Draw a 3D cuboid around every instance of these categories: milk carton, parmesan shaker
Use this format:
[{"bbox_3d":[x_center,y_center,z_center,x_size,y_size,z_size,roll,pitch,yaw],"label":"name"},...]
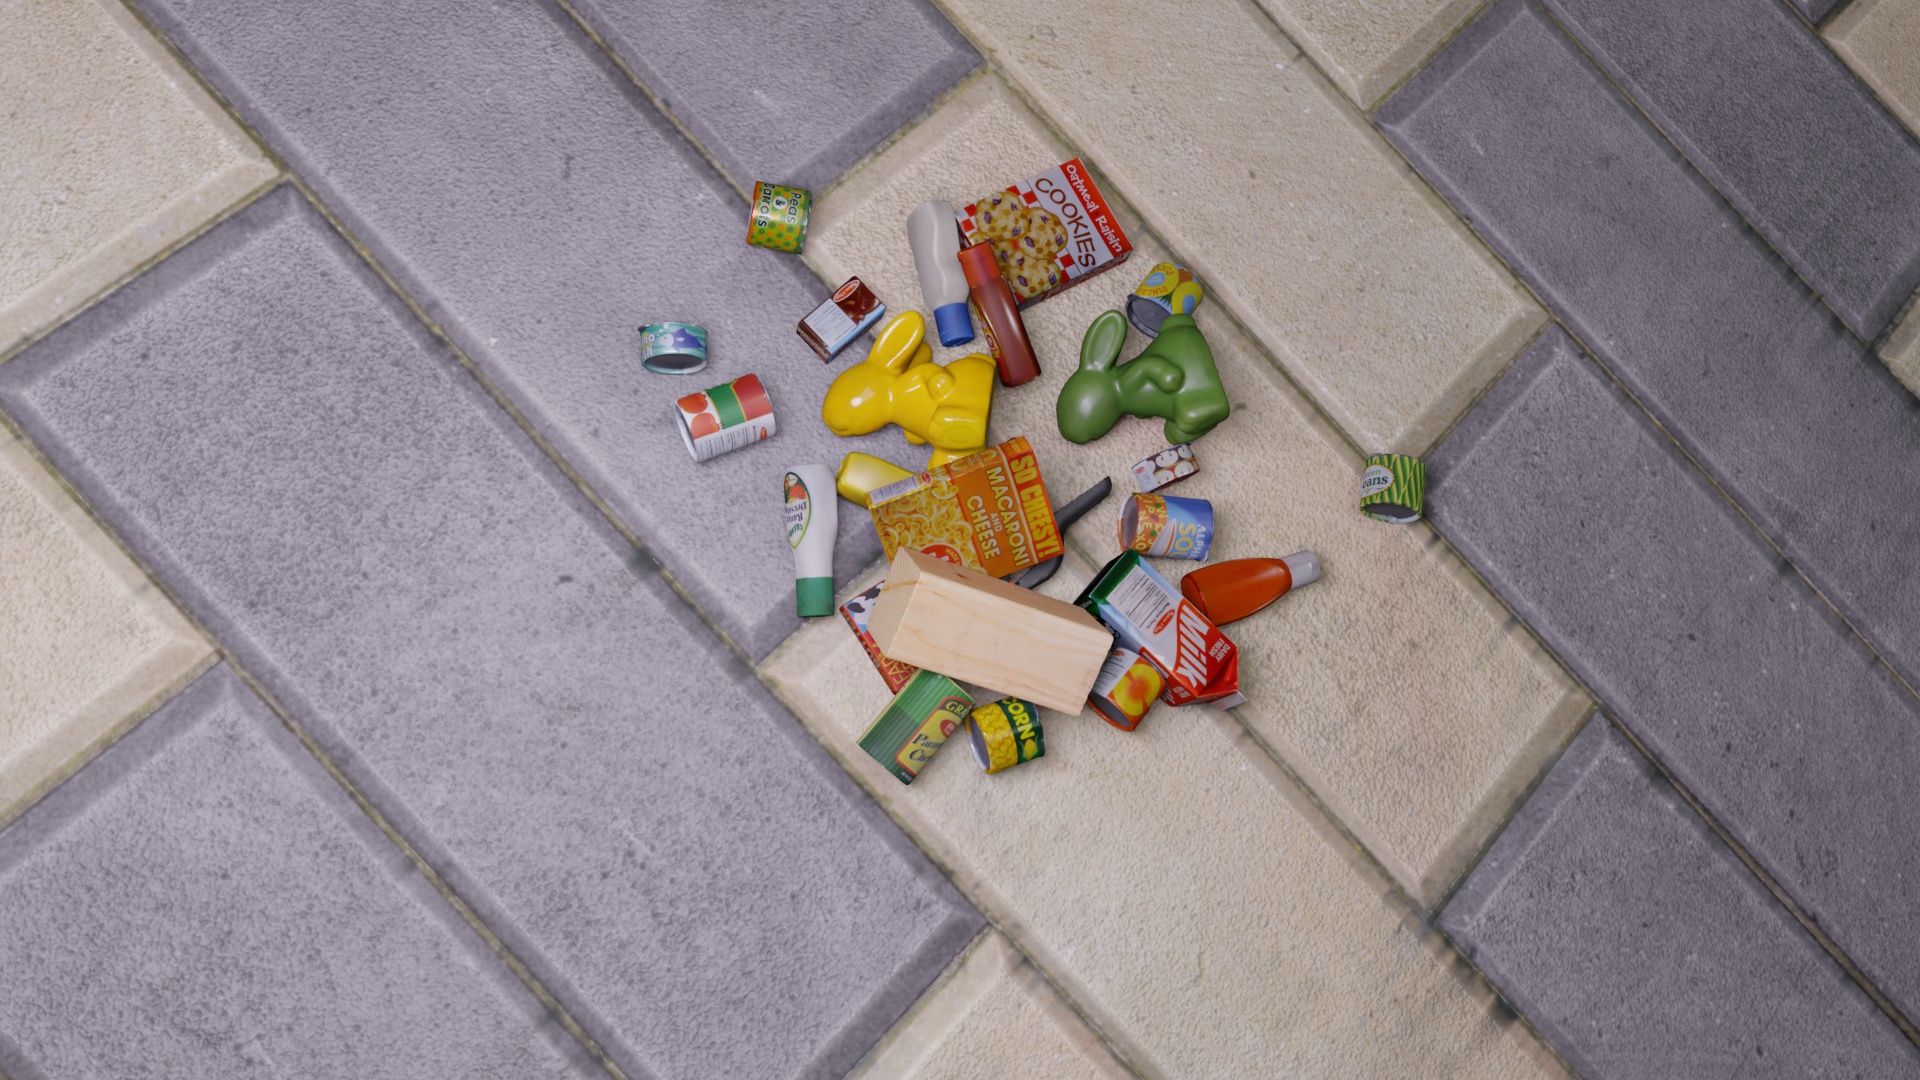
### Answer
[{"bbox_3d":[0.209,0.104,1.417,0.190,0.072,0.074,43,69,0],"label":"milk carton"},{"bbox_3d":[-0.041,0.176,1.329,0.071,0.071,0.103,40,82,-2],"label":"parmesan shaker"}]

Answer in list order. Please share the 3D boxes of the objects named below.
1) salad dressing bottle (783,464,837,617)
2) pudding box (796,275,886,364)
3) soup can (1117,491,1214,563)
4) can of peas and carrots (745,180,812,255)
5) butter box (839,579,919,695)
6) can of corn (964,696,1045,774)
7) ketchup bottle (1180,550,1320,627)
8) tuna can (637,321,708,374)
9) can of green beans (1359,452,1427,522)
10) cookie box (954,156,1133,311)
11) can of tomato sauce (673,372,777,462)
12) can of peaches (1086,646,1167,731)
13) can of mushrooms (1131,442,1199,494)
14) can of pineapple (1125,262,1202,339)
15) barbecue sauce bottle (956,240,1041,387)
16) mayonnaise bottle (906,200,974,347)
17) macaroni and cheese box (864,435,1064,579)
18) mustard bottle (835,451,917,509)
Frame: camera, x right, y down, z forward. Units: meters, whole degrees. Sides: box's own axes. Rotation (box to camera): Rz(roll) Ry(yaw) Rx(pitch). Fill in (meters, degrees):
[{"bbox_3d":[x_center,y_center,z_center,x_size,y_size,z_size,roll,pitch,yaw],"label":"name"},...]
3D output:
[{"bbox_3d":[-0.145,0.001,1.360,0.044,0.064,0.147,0,83,-37],"label":"salad dressing bottle"},{"bbox_3d":[-0.123,-0.229,1.439,0.049,0.030,0.084,45,70,1],"label":"pudding box"},{"bbox_3d":[0.214,-0.012,1.450,0.084,0.071,0.071,5,75,-13],"label":"soup can"},{"bbox_3d":[-0.187,-0.333,1.428,0.059,0.070,0.071,9,74,-12],"label":"can of peas and carrots"},{"bbox_3d":[-0.070,0.096,1.371,0.053,0.024,0.103,-31,85,-20],"label":"butter box"},{"bbox_3d":[0.043,0.187,1.353,0.058,0.071,0.071,-17,81,-17],"label":"can of corn"},{"bbox_3d":[0.310,0.046,1.473,0.149,0.043,0.065,-16,81,-18],"label":"ketchup bottle"},{"bbox_3d":[-0.284,-0.189,1.367,0.071,0.071,0.033,-1,77,-15],"label":"tuna can"},{"bbox_3d":[0.477,-0.057,1.531,0.071,0.071,0.058,16,73,-10],"label":"can of green beans"},{"bbox_3d":[0.087,-0.330,1.516,0.168,0.040,0.123,-28,84,-18],"label":"cookie box"},{"bbox_3d":[-0.232,-0.122,1.365,0.083,0.071,0.071,-22,83,-18],"label":"can of tomato sauce"},{"bbox_3d":[0.166,0.152,1.396,0.071,0.071,0.058,43,70,-1],"label":"can of peaches"},{"bbox_3d":[0.219,-0.077,1.469,0.071,0.071,0.033,-21,83,-18],"label":"can of mushrooms"},{"bbox_3d":[0.222,-0.262,1.517,0.071,0.070,0.058,38,69,-3],"label":"can of pineapple"},{"bbox_3d":[0.039,-0.235,1.441,0.044,0.065,0.148,-22,105,-2],"label":"barbecue sauce bottle"},{"bbox_3d":[-0.019,-0.279,1.465,0.041,0.064,0.148,-9,83,-29],"label":"mayonnaise bottle"},{"bbox_3d":[0.005,-0.017,1.359,0.166,0.040,0.123,-20,118,-3],"label":"macaroni and cheese box"},{"bbox_3d":[-0.047,-0.041,1.395,0.160,0.065,0.049,22,78,-15],"label":"mustard bottle"}]
